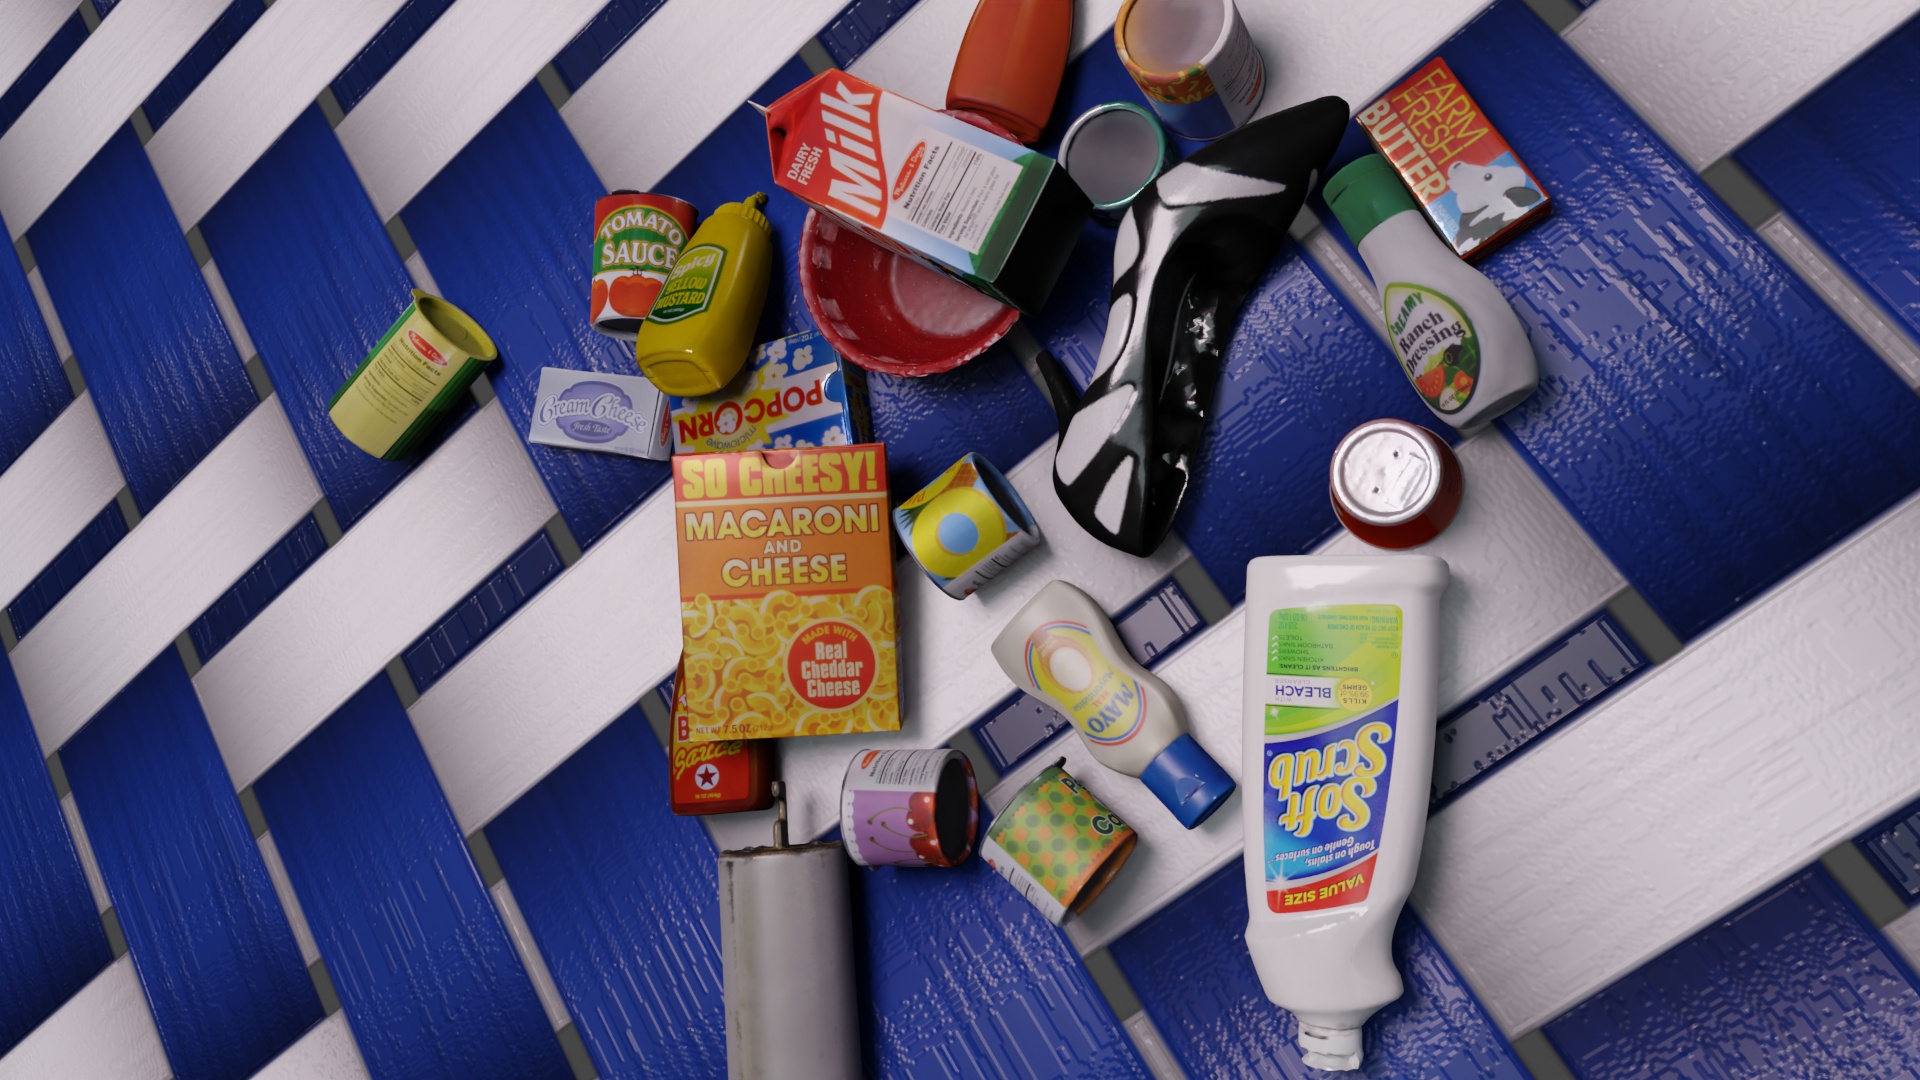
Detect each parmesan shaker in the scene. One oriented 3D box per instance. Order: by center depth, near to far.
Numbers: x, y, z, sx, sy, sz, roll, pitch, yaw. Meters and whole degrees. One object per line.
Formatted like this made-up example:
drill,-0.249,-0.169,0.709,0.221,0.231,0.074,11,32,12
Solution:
parmesan shaker,-0.387,-0.115,0.976,0.103,0.071,0.071,-44,69,13

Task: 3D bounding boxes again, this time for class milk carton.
milk carton,-0.030,-0.200,0.771,0.191,0.072,0.073,29,94,23

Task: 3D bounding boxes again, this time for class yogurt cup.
yogurt cup,0.220,-0.031,0.711,0.072,0.054,0.072,-3,82,23

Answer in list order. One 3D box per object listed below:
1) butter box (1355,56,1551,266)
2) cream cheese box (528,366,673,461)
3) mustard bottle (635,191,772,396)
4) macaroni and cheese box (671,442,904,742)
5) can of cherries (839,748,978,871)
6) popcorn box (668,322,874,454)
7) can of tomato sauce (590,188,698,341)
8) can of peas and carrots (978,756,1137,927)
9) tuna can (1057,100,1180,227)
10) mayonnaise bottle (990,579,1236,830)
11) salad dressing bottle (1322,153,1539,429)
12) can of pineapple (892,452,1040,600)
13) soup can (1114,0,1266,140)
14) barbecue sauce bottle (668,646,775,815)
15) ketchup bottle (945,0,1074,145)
butter box,0.259,-0.200,0.734,0.053,0.024,0.104,-34,71,16
cream cheese box,-0.239,-0.085,0.932,0.104,0.024,0.053,8,85,24
mustard bottle,-0.152,-0.164,0.874,0.065,0.048,0.161,-3,55,26
macaroni and cheese box,-0.098,0.029,0.806,0.124,0.040,0.166,-3,92,0
can of cherries,-0.027,0.153,0.786,0.058,0.071,0.071,-5,81,22
popcorn box,-0.120,-0.077,0.872,0.126,0.038,0.085,-13,76,21
can of tomato sauce,-0.206,-0.177,0.906,0.071,0.071,0.083,-2,83,23
can of peas and carrots,0.055,0.162,0.748,0.059,0.071,0.071,39,99,22
tuna can,0.093,-0.216,0.803,0.071,0.033,0.071,-3,81,23
mayonnaise bottle,0.086,0.091,0.758,0.064,0.041,0.148,-48,67,9
salad dressing bottle,0.238,-0.129,0.713,0.044,0.064,0.148,-18,72,-24
can of pineapple,0.003,-0.010,0.794,0.058,0.071,0.071,-37,70,14
soup can,0.125,-0.269,0.769,0.071,0.084,0.071,-3,82,23
barbecue sauce bottle,-0.149,0.093,0.857,0.065,0.043,0.148,-7,79,17
ketchup bottle,0.040,-0.316,0.830,0.065,0.043,0.149,18,82,-10
